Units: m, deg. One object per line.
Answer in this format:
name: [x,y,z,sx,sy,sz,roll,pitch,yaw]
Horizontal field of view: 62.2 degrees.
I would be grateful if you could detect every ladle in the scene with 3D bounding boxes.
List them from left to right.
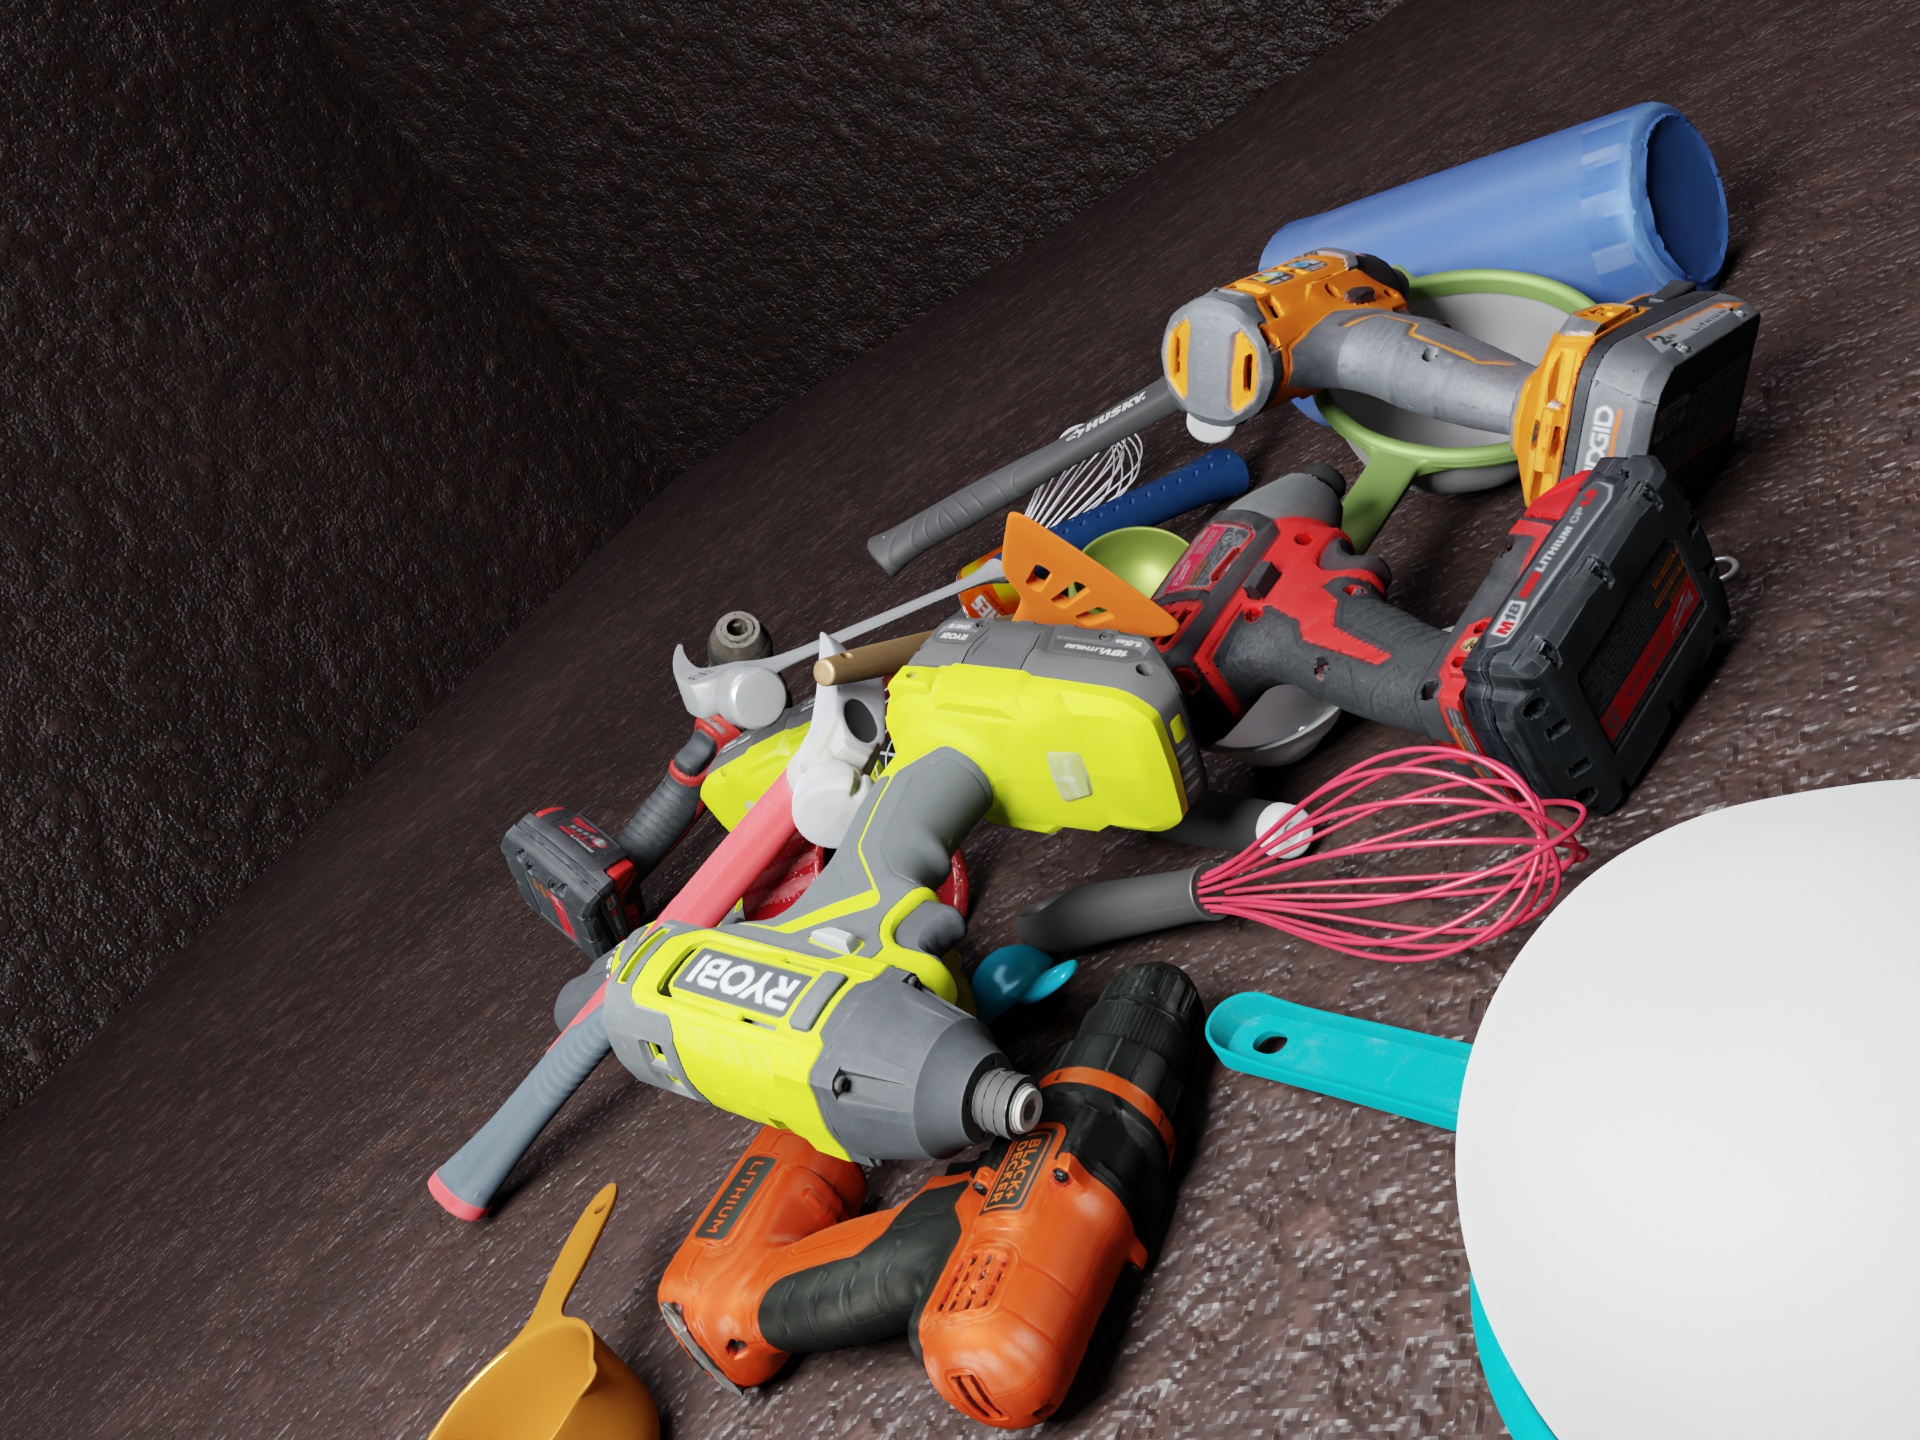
ladle: [0.033,-0.059,0.839,0.320,0.078,0.062,-16,-49,-53]

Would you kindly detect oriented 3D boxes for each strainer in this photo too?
strainer: [0.195,-0.023,0.678,0.258,0.050,0.087,-18,29,33]
strainer: [0.229,-0.124,0.796,0.152,0.069,0.256,22,61,31]
strainer: [0.160,0.079,0.405,0.211,0.095,0.340,-46,21,-23]

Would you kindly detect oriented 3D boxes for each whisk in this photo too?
whisk: [0.049,-0.127,1.183,0.285,0.070,0.070,-52,22,-24]
whisk: [0.109,0.063,0.607,0.073,0.073,0.296,-49,15,-32]

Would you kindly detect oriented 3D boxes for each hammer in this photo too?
hammer: [-0.162,0.122,0.814,0.386,0.038,0.143,-48,23,24]
hammer: [0.010,-0.089,0.976,0.405,0.035,0.144,-25,17,-26]
hammer: [0.061,-0.189,1.158,0.335,0.035,0.146,-25,34,34]

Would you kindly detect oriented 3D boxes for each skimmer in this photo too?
skimmer: [0.040,0.014,0.794,0.127,0.090,0.363,-43,19,-17]

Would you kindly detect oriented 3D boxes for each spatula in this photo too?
spatula: [-0.001,-0.002,0.747,0.041,0.081,0.322,-60,7,-35]

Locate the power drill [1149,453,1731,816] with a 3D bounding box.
power drill: [0.171,-0.046,0.630,0.220,0.078,0.143,13,59,53]

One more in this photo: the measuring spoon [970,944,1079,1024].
measuring spoon: [0.025,0.102,0.649,0.042,0.021,0.128,-42,-3,-15]

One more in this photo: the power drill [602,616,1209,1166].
power drill: [-0.004,0.061,0.595,0.171,0.080,0.223,8,44,36]

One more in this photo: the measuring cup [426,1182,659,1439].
measuring cup: [-0.150,0.257,0.629,0.095,0.052,0.174,-32,17,18]

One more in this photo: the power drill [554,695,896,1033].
power drill: [-0.138,0.096,0.957,0.190,0.080,0.229,-25,25,34]

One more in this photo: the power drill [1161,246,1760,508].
power drill: [0.228,-0.166,0.723,0.227,0.084,0.164,24,40,36]

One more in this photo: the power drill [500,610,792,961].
power drill: [-0.199,0.039,1.083,0.227,0.080,0.187,-47,-18,-25]
